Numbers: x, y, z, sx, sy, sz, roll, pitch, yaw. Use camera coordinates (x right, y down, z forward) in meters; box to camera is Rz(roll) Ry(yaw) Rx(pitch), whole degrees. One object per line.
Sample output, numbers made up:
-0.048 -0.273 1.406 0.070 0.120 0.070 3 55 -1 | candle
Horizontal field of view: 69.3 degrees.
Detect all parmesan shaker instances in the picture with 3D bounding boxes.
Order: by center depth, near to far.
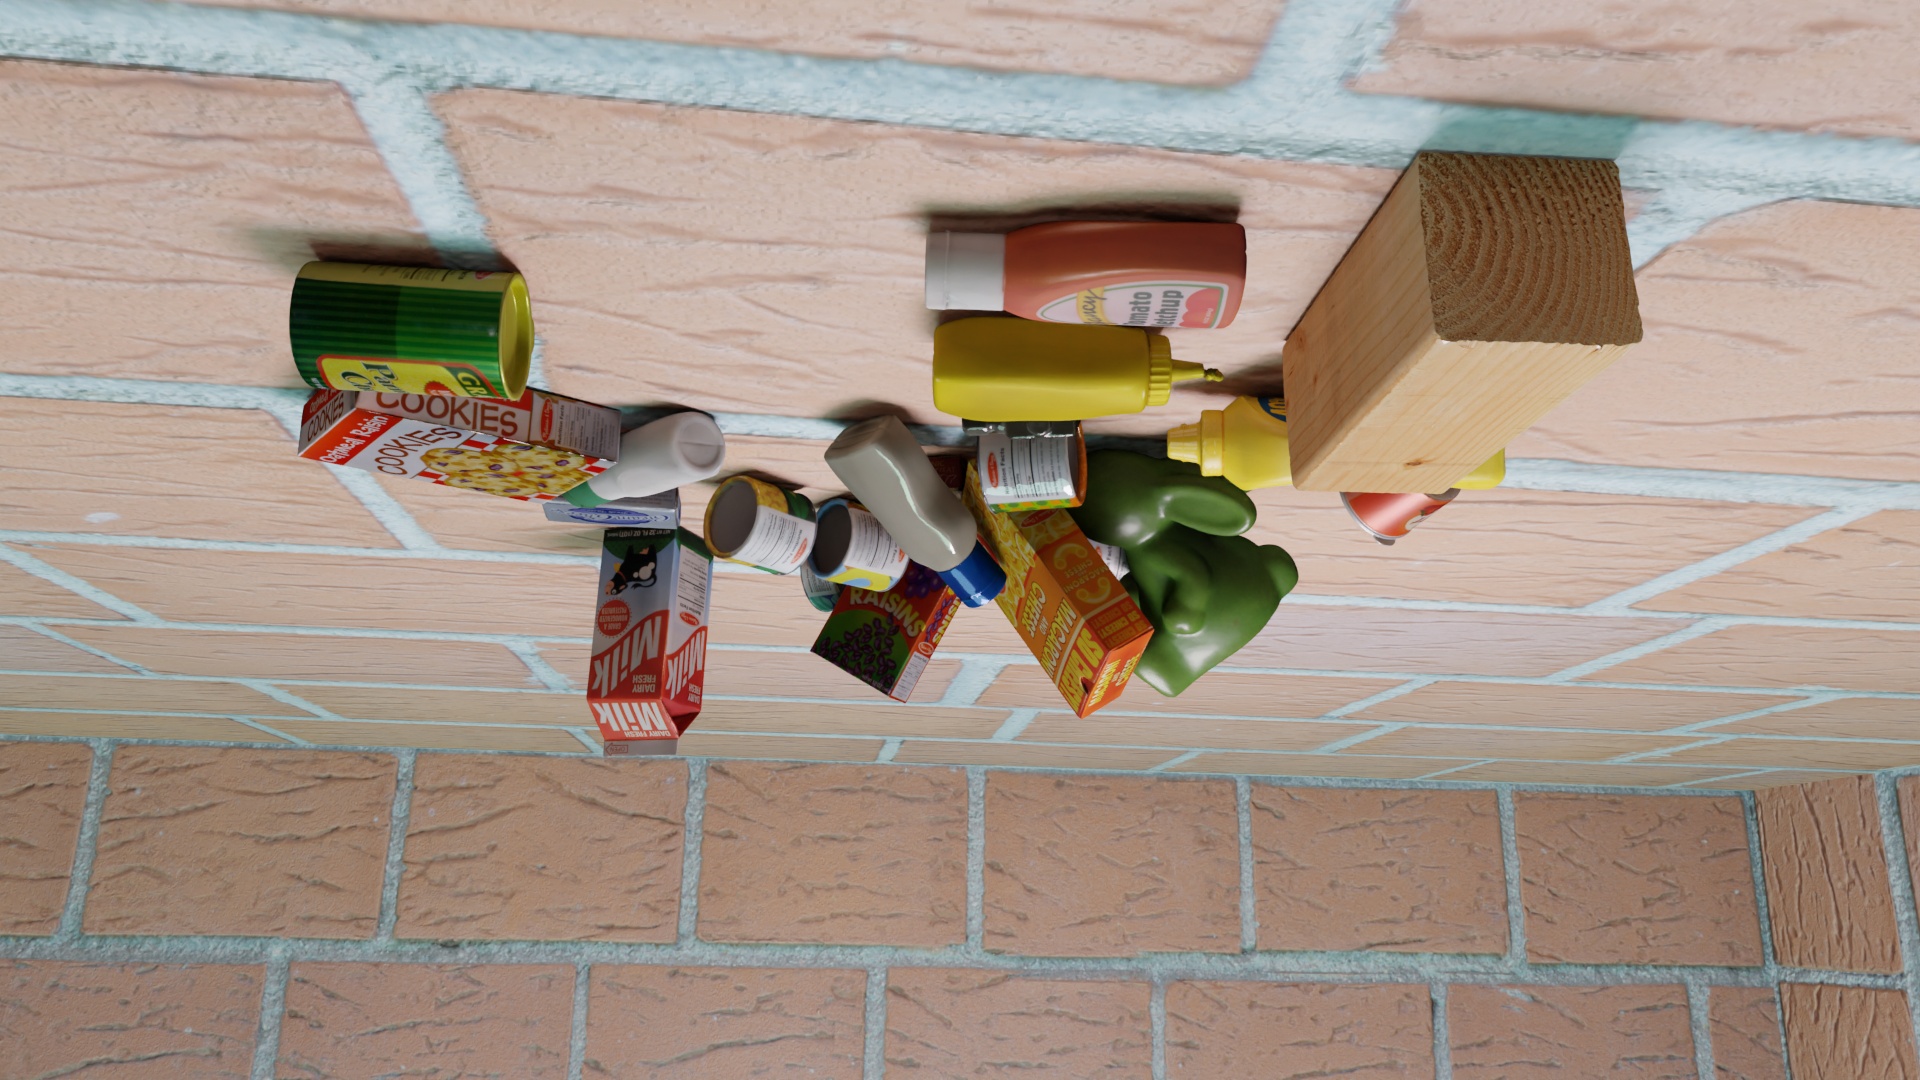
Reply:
-0.280 -0.108 0.717 0.103 0.071 0.071 3 164 -4 | parmesan shaker

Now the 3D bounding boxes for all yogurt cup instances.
0.293 -0.041 0.921 0.072 0.072 0.053 9 154 -26 | yogurt cup

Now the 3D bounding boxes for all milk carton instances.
-0.264 0.088 1.184 0.072 0.191 0.073 -4 163 17 | milk carton

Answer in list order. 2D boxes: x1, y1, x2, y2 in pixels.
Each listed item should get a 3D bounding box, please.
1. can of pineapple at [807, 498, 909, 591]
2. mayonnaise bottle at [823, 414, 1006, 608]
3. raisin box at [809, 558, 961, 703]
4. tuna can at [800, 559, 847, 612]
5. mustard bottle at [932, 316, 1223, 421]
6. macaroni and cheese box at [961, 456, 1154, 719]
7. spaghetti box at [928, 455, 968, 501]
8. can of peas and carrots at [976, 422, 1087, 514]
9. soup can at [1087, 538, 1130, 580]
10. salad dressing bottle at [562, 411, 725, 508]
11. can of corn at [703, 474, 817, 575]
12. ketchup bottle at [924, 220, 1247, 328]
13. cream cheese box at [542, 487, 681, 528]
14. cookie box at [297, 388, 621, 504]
-0.082 0.004 1.101 0.058 0.071 0.071 15 159 -39 | can of pineapple
-0.025 -0.017 0.934 0.064 0.041 0.147 -11 127 47 | mayonnaise bottle
-0.055 0.059 1.139 0.086 0.123 0.040 27 174 28 | raisin box
-0.103 0.028 1.187 0.033 0.071 0.071 -9 161 29 | tuna can
0.065 -0.094 0.770 0.160 0.049 0.065 1 164 0 | mustard bottle
0.059 0.030 0.966 0.040 0.167 0.123 -28 158 -18 | macaroni and cheese box
0.004 -0.014 1.100 0.050 0.029 0.249 -3 164 13 | spaghetti box
0.047 -0.053 0.893 0.059 0.071 0.071 -4 163 16 | can of peas and carrots
0.128 0.002 1.087 0.084 0.071 0.071 2 164 -5 | soup can
-0.223 -0.052 0.954 0.147 0.044 0.064 -12 170 42 | salad dressing bottle
-0.154 -0.012 1.053 0.071 0.071 0.058 -12 159 39 | can of corn
0.058 -0.128 0.662 0.149 0.043 0.064 2 164 1 | ketchup bottle
-0.269 -0.030 1.071 0.104 0.024 0.053 4 165 -9 | cream cheese box
-0.326 -0.070 0.904 0.167 0.040 0.122 12 161 -38 | cookie box
